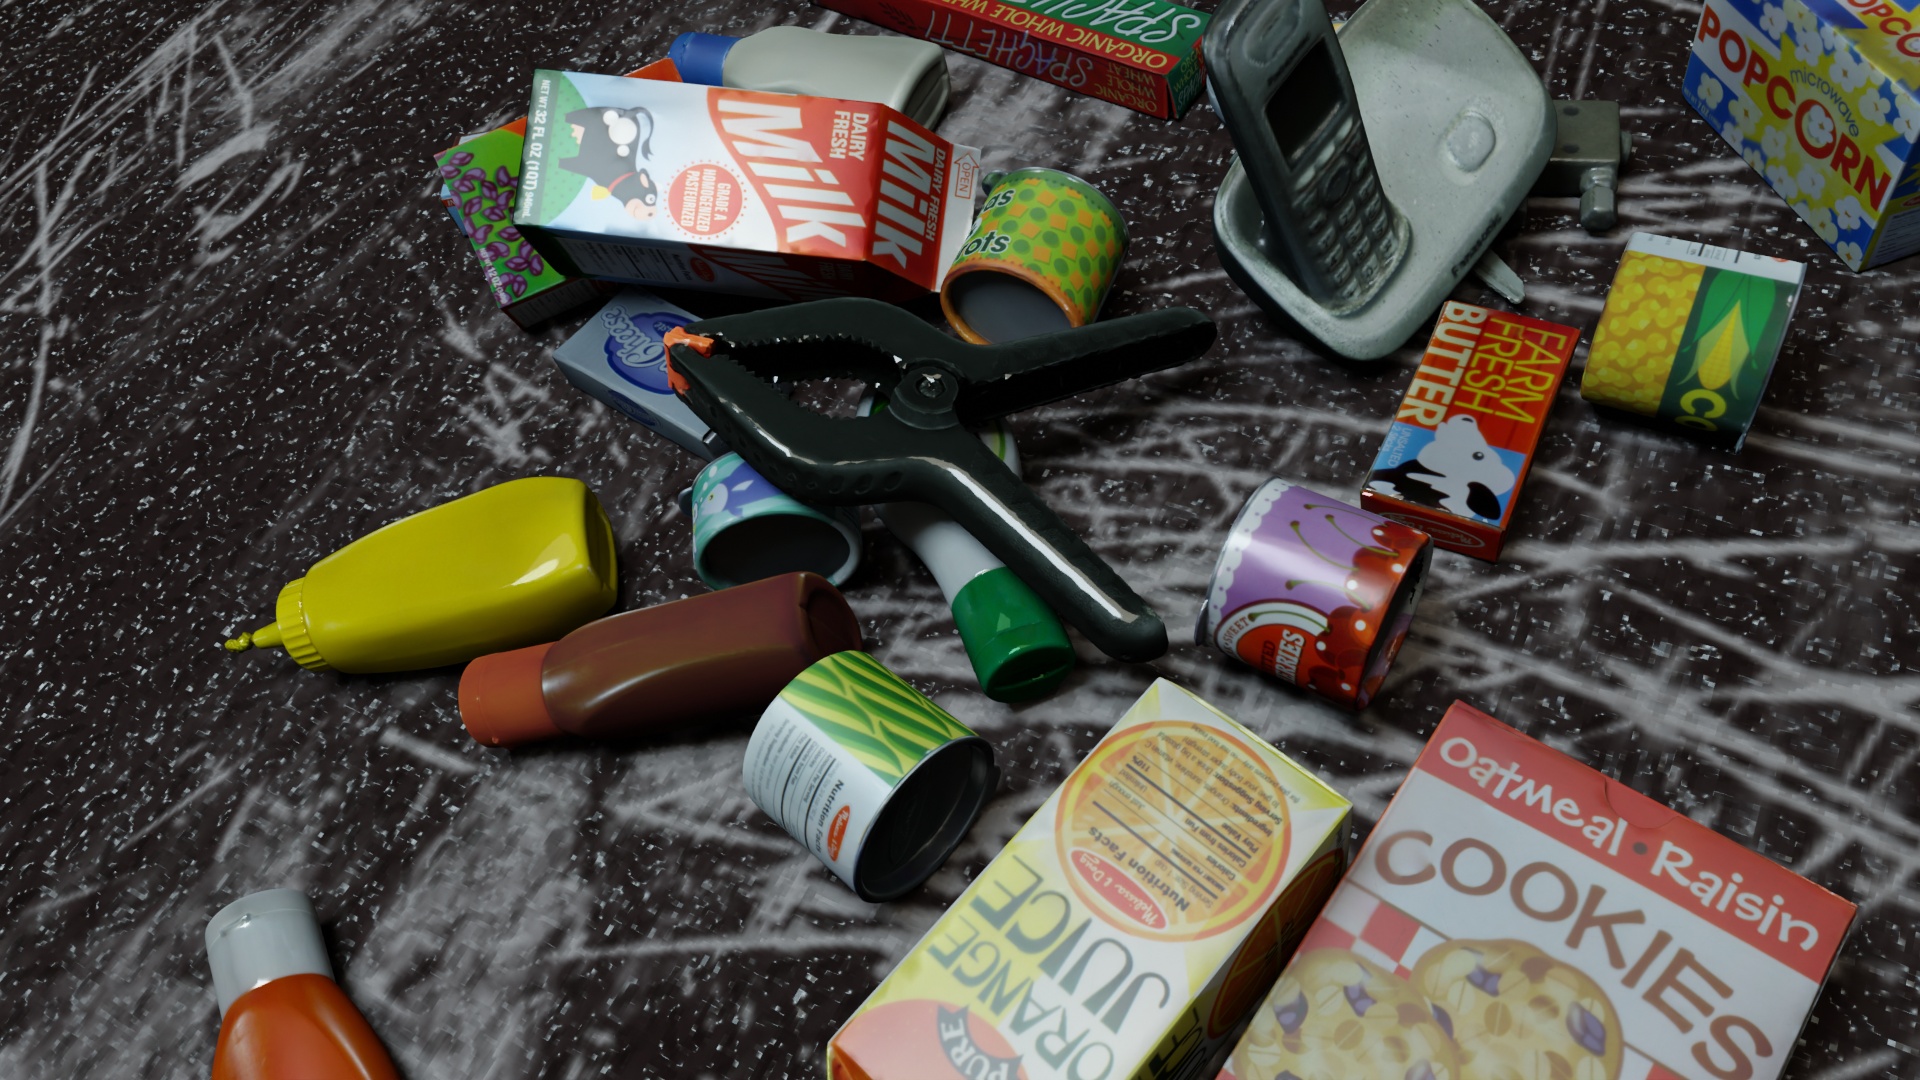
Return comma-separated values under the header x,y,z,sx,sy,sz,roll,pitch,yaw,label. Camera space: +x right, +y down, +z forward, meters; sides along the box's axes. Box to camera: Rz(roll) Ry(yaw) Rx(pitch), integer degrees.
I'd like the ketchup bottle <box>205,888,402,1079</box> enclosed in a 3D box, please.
x,y,z,sx,sy,sz,roll,pitch,yaw,label
-0.217,0.185,0.459,0.065,0.043,0.149,-30,55,-9,ketchup bottle

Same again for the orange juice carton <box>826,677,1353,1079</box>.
x,y,z,sx,sy,sz,roll,pitch,yaw,label
0.030,0.141,0.415,0.073,0.071,0.193,34,69,30,orange juice carton

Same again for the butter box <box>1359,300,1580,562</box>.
x,y,z,sx,sy,sz,roll,pitch,yaw,label
0.196,-0.045,0.533,0.053,0.024,0.104,19,62,24,butter box

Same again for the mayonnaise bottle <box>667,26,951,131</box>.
x,y,z,sx,sy,sz,roll,pitch,yaw,label
-0.082,-0.237,0.719,0.148,0.041,0.065,16,60,23,mayonnaise bottle

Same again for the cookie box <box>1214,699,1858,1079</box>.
x,y,z,sx,sy,sz,roll,pitch,yaw,label
0.159,0.145,0.402,0.123,0.040,0.168,29,67,28,cookie box

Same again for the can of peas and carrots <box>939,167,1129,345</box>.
x,y,z,sx,sy,sz,roll,pitch,yaw,label
0.030,-0.116,0.592,0.071,0.070,0.059,14,61,21,can of peas and carrots

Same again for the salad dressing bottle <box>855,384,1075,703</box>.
x,y,z,sx,sy,sz,roll,pitch,yaw,label
0.002,-0.007,0.539,0.064,0.043,0.148,-17,54,-9,salad dressing bottle

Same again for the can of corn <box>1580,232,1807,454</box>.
x,y,z,sx,sy,sz,roll,pitch,yaw,label
0.268,-0.074,0.512,0.058,0.071,0.071,19,63,25,can of corn

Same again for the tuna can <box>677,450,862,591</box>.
x,y,z,sx,sy,sz,roll,pitch,yaw,label
-0.074,-0.005,0.541,0.071,0.070,0.033,-12,55,5,tuna can

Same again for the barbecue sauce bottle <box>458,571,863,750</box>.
x,y,z,sx,sy,sz,roll,pitch,yaw,label
-0.115,0.049,0.520,0.148,0.064,0.044,-12,63,15,barbecue sauce bottle

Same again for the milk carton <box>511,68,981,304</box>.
x,y,z,sx,sy,sz,roll,pitch,yaw,label
-0.089,-0.152,0.615,0.191,0.073,0.072,7,83,0,milk carton

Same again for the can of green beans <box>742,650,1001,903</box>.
x,y,z,sx,sy,sz,roll,pitch,yaw,label
-0.031,0.079,0.475,0.058,0.071,0.071,33,69,30,can of green beans

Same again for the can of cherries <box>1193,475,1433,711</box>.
x,y,z,sx,sy,sz,roll,pitch,yaw,label
0.122,0.020,0.480,0.058,0.071,0.072,24,65,25,can of cherries

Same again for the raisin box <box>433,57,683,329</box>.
x,y,z,sx,sy,sz,roll,pitch,yaw,label
-0.177,-0.167,0.674,0.123,0.040,0.086,-25,83,-4,raisin box

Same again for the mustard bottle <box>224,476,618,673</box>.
x,y,z,sx,sy,sz,roll,pitch,yaw,label
-0.223,0.022,0.569,0.160,0.048,0.065,-15,54,3,mustard bottle

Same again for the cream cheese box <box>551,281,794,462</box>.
x,y,z,sx,sy,sz,roll,pitch,yaw,label
-0.131,-0.077,0.630,0.104,0.024,0.053,28,67,28,cream cheese box

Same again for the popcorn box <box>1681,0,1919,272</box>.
x,y,z,sx,sy,sz,roll,pitch,yaw,label
0.347,-0.182,0.554,0.038,0.085,0.127,-20,55,1,popcorn box

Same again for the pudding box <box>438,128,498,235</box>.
x,y,z,sx,sy,sz,roll,pitch,yaw,label
-0.225,-0.192,0.726,0.084,0.030,0.050,-8,54,8,pudding box

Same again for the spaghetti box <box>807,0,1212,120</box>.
x,y,z,sx,sy,sz,roll,pitch,yaw,label
0.020,-0.280,0.732,0.250,0.028,0.050,28,67,28,spaghetti box
